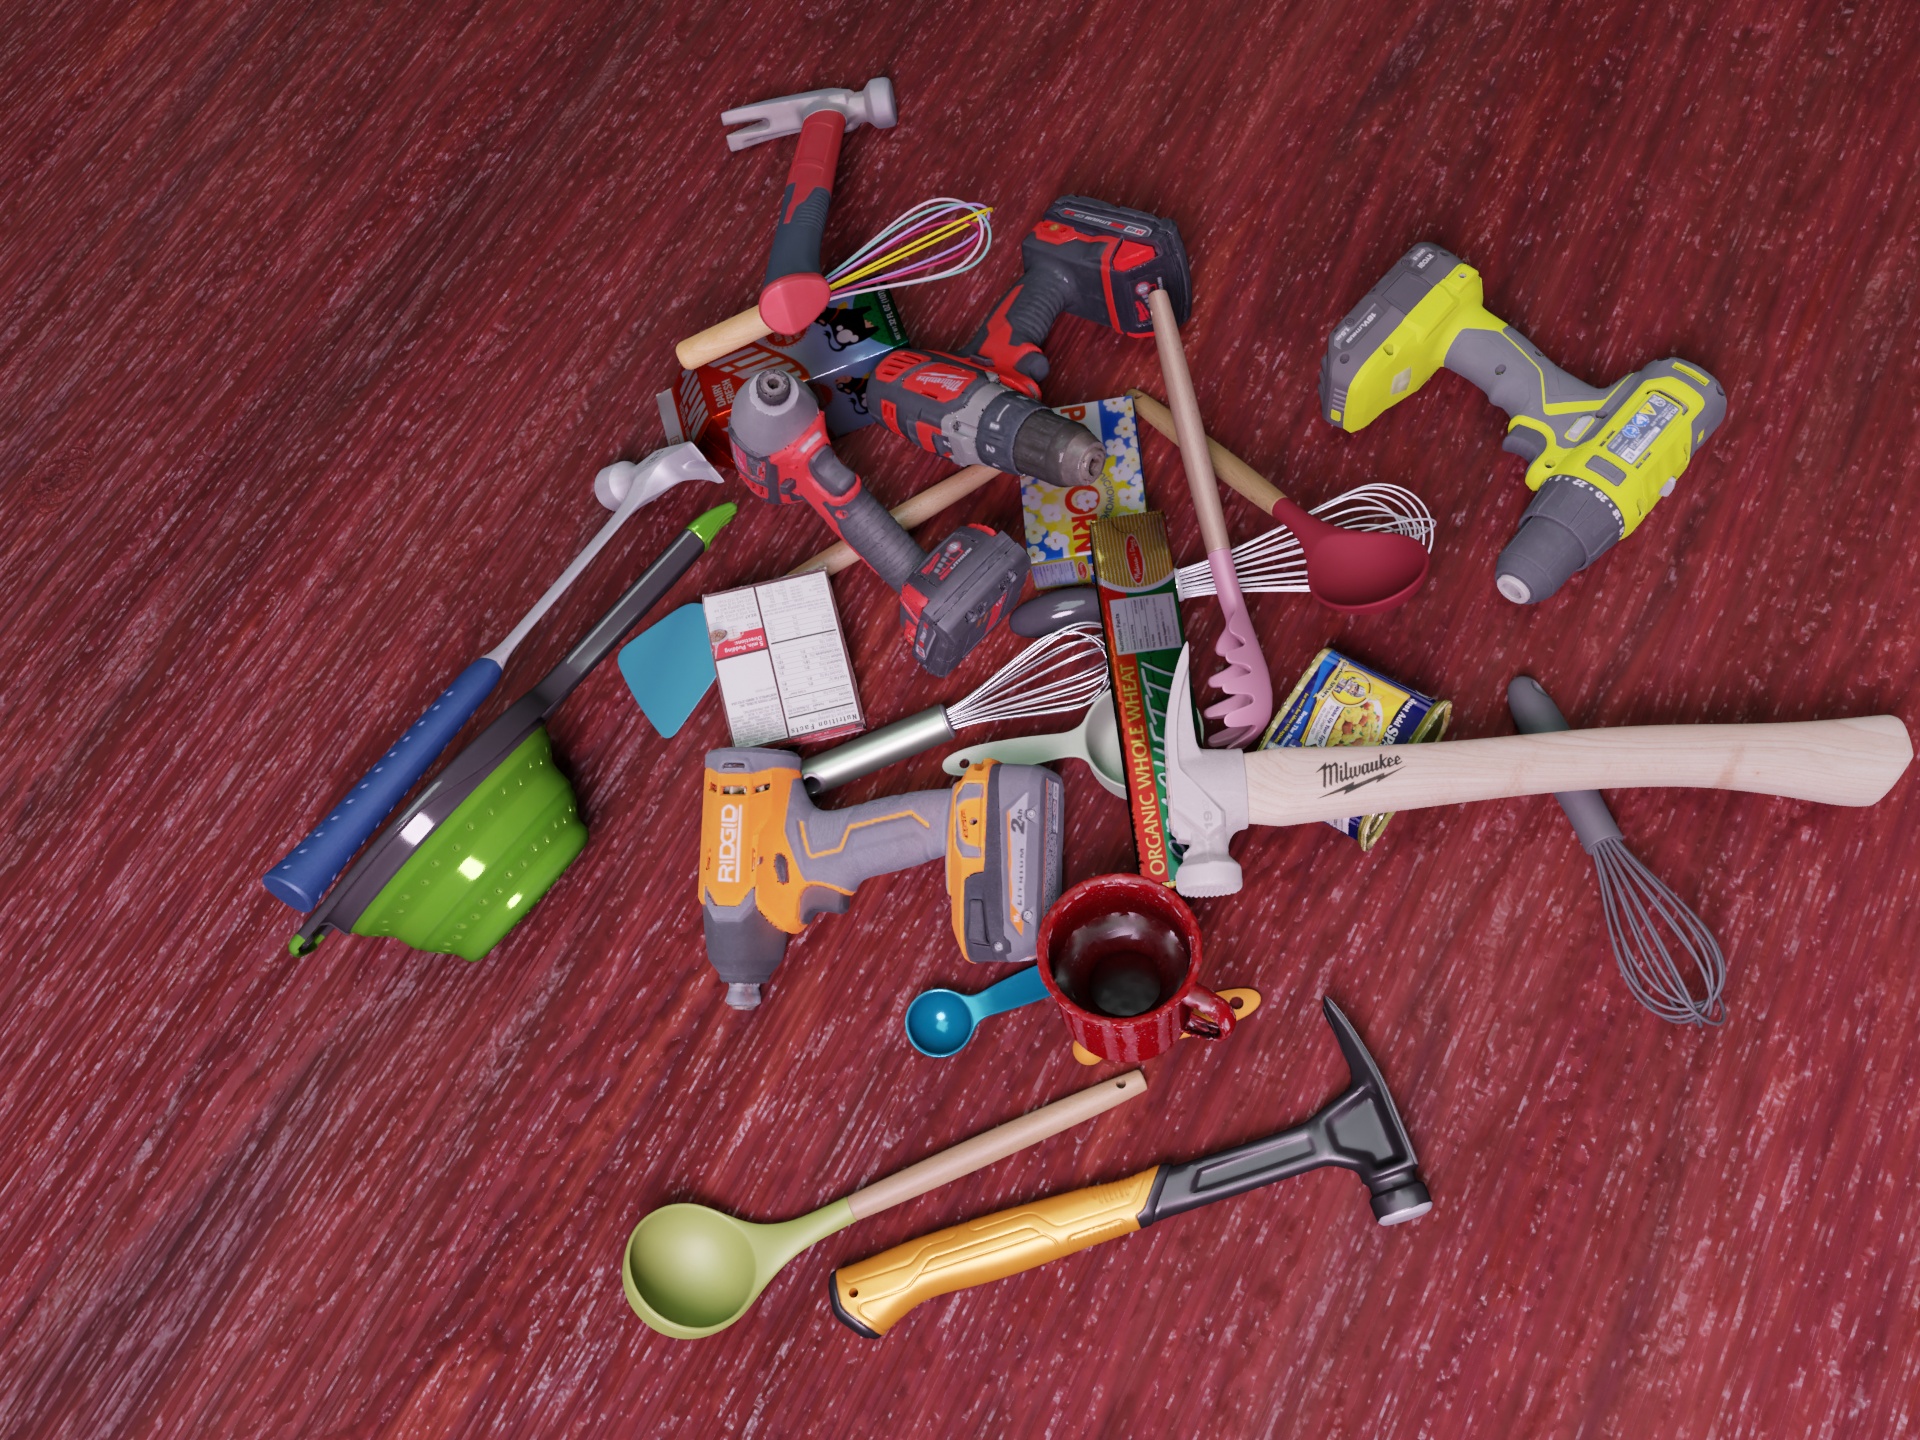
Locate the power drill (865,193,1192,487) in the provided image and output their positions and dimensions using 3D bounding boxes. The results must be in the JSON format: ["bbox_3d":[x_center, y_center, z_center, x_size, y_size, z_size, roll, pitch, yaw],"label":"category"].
[{"bbox_3d":[0.068,-0.253,1.092,0.188,0.080,0.227,28,64,34],"label":"power drill"}]

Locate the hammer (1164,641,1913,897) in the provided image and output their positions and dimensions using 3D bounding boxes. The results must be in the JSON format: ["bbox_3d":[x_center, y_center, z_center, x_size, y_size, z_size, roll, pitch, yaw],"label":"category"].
[{"bbox_3d":[0.323,0.016,0.910,0.410,0.038,0.146,-4,75,3],"label":"hammer"}]

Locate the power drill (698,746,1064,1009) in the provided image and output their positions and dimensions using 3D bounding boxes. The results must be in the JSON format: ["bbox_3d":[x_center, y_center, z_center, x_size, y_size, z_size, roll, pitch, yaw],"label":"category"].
[{"bbox_3d":[-0.055,0.100,0.981,0.226,0.084,0.164,0,83,16],"label":"power drill"}]

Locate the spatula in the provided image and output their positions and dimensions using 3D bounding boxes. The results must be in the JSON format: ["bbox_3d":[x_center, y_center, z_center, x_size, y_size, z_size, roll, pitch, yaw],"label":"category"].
[{"bbox_3d":[-0.096,-0.105,1.121,0.317,0.044,0.082,-32,64,-9],"label":"spatula"}]

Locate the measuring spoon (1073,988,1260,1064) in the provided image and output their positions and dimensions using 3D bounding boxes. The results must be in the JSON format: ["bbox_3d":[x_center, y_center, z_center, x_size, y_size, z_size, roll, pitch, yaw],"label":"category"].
[{"bbox_3d":[0.123,0.181,0.948,0.117,0.011,0.021,-17,63,3],"label":"measuring spoon"}]

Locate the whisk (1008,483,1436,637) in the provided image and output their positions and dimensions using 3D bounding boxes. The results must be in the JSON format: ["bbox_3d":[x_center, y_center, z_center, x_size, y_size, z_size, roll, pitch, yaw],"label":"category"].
[{"bbox_3d":[0.169,-0.095,1.048,0.284,0.070,0.070,-13,63,11],"label":"whisk"}]

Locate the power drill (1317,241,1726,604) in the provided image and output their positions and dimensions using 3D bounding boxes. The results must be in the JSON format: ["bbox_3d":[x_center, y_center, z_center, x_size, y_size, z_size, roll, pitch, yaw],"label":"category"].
[{"bbox_3d":[0.351,-0.195,1.044,0.229,0.080,0.190,39,78,22],"label":"power drill"}]

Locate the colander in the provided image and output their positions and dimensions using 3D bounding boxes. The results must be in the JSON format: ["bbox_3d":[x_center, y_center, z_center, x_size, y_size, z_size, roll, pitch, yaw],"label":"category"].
[{"bbox_3d":[-0.253,0.024,1.031,0.094,0.204,0.397,42,75,-8],"label":"colander"}]

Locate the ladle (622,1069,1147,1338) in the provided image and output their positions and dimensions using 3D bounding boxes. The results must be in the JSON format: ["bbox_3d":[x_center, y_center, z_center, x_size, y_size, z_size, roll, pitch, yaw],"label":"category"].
[{"bbox_3d":[-0.041,0.267,0.918,0.320,0.062,0.078,-23,54,-3],"label":"ladle"}]

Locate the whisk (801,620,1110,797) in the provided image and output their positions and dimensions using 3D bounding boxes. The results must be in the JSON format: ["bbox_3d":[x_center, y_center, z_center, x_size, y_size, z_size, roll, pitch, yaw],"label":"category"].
[{"bbox_3d":[-0.002,-0.003,1.046,0.246,0.057,0.059,-23,29,4],"label":"whisk"}]

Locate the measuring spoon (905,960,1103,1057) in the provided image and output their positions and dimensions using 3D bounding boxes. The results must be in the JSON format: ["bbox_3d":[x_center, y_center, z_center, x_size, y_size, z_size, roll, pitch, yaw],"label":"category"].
[{"bbox_3d":[0.028,0.171,0.974,0.128,0.021,0.042,-20,65,-9],"label":"measuring spoon"}]

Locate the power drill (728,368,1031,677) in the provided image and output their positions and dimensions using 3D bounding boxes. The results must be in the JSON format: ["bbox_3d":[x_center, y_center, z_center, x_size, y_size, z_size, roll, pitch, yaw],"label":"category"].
[{"bbox_3d":[-0.062,-0.138,1.037,0.220,0.143,0.078,43,77,6],"label":"power drill"}]

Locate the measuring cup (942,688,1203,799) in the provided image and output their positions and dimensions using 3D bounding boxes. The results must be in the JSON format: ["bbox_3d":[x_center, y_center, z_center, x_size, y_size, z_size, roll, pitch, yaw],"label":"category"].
[{"bbox_3d":[0.073,0.023,1.019,0.167,0.038,0.083,-9,64,9],"label":"measuring cup"}]

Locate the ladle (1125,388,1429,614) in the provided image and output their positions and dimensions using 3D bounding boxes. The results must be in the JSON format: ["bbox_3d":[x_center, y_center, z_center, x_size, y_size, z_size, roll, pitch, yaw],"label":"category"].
[{"bbox_3d":[0.191,-0.149,1.029,0.069,0.031,0.316,-33,43,-6],"label":"ladle"}]

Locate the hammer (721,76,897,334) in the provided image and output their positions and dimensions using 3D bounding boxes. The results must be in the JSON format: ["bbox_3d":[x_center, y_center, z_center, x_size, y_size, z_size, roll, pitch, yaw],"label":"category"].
[{"bbox_3d":[-0.126,-0.380,1.160,0.143,0.038,0.387,-8,39,8],"label":"hammer"}]

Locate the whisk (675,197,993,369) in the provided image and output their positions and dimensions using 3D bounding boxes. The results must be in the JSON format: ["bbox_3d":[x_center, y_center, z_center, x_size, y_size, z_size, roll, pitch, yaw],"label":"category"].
[{"bbox_3d":[-0.087,-0.306,1.124,0.245,0.051,0.047,-24,39,4],"label":"whisk"}]

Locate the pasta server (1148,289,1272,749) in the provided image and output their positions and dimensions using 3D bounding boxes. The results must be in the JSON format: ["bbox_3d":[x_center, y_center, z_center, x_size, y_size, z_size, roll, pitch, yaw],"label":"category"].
[{"bbox_3d":[0.151,-0.130,1.010,0.040,0.060,0.316,-9,76,-5],"label":"pasta server"}]

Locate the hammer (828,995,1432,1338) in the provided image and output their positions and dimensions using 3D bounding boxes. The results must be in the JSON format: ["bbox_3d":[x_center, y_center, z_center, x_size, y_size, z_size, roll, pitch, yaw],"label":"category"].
[{"bbox_3d":[0.084,0.269,0.903,0.337,0.034,0.127,-20,64,2],"label":"hammer"}]

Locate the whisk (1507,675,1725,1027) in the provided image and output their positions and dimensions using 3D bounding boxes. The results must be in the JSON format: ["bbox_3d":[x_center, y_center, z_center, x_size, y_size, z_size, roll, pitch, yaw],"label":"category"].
[{"bbox_3d":[0.379,0.071,0.932,0.055,0.055,0.239,-19,59,2],"label":"whisk"}]

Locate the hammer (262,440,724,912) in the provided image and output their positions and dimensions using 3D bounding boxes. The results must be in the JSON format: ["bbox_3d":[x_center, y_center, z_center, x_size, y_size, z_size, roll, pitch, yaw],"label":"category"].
[{"bbox_3d":[-0.298,-0.044,1.034,0.144,0.035,0.406,-8,41,47],"label":"hammer"}]
